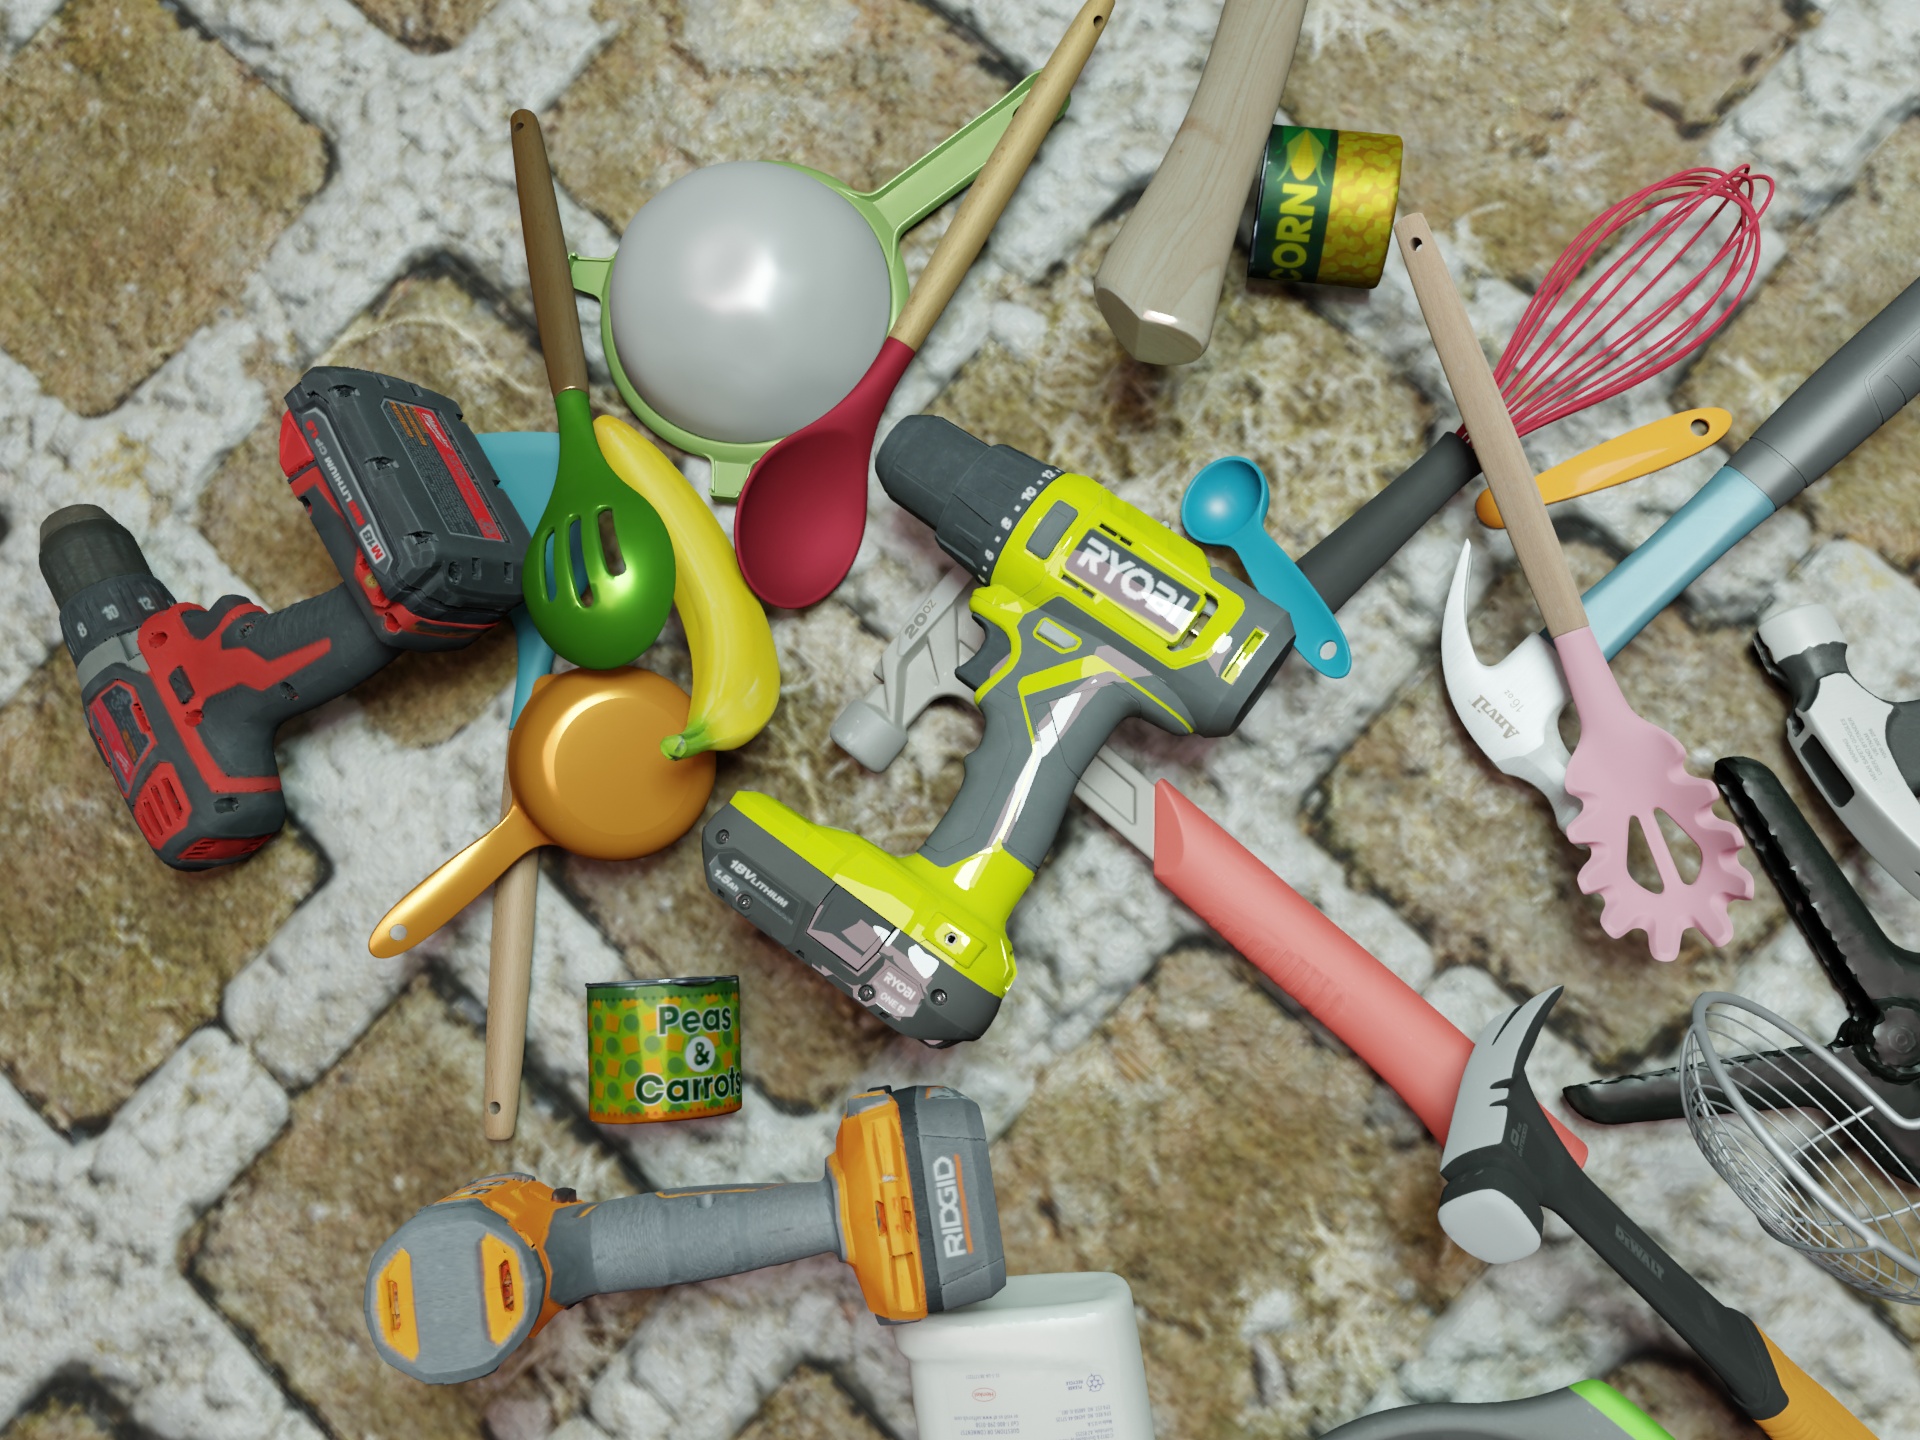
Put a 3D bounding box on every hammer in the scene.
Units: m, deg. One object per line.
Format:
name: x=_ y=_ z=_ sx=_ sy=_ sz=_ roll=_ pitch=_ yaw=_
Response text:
hammer: x=0.335 y=-0.104 z=0.652 sx=0.331 sy=0.033 sz=0.128 roll=-44 pitch=71 yaw=9
hammer: x=0.146 y=-0.330 z=0.689 sx=0.146 sy=0.038 sz=0.411 roll=14 pitch=71 yaw=8
hammer: x=0.311 y=0.252 z=0.598 sx=0.337 sy=0.127 sz=0.034 roll=45 pitch=129 yaw=-4
hammer: x=0.119 y=0.063 z=0.683 sx=0.359 sy=0.036 sz=0.149 roll=41 pitch=88 yaw=11
hammer: x=0.510 y=-0.017 z=0.635 sx=0.335 sy=0.035 sz=0.146 roll=-15 pitch=63 yaw=1

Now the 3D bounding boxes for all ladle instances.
ladle: x=-0.014 y=-0.193 z=0.720 sx=0.031 sy=0.069 sz=0.315 roll=31 pitch=90 yaw=50

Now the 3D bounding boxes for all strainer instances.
strainer: x=-0.059 y=-0.229 z=0.728 sx=0.256 sy=0.069 sz=0.151 roll=-35 pitch=79 yaw=3

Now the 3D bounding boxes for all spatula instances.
spatula: x=-0.206 y=0.029 z=0.723 sx=0.082 sy=0.044 sz=0.317 roll=0 pitch=83 yaw=12

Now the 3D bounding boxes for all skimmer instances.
skimmer: x=0.428 y=0.106 z=0.576 sx=0.363 sy=0.090 sz=0.127 roll=-18 pitch=46 yaw=-10

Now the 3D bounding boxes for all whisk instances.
whisk: x=0.232 y=-0.130 z=0.687 sx=0.296 sy=0.073 sz=0.073 roll=-43 pitch=79 yaw=5

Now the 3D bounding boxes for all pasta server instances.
pasta server: x=0.233 y=-0.061 z=0.635 sx=0.060 sy=0.040 sz=0.316 roll=-22 pitch=81 yaw=23

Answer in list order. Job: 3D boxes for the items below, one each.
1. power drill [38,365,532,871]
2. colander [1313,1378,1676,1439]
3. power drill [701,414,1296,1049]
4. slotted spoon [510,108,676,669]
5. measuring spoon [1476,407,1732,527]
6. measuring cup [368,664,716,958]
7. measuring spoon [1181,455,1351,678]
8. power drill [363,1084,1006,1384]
power drill: x=-0.317 y=-0.063 z=0.716 sx=0.226 sy=0.080 sz=0.188 roll=-36 pitch=77 yaw=19
colander: x=0.136 y=0.419 z=0.583 sx=0.397 sy=0.094 sz=0.205 roll=-44 pitch=61 yaw=-2
power drill: x=-0.001 y=-0.002 z=0.653 sx=0.190 sy=0.080 sz=0.228 roll=34 pitch=85 yaw=13
slotted spoon: x=-0.180 y=-0.163 z=0.715 sx=0.070 sy=0.031 sz=0.314 roll=-21 pitch=63 yaw=11
measuring spoon: x=0.284 y=-0.113 z=0.699 sx=0.117 sy=0.011 sz=0.021 roll=-21 pitch=80 yaw=4
measuring cup: x=-0.181 y=0.045 z=0.684 sx=0.173 sy=0.052 sz=0.095 roll=-42 pitch=105 yaw=-17
measuring spoon: x=0.137 y=-0.063 z=0.684 sx=0.042 sy=0.021 sz=0.129 roll=-41 pitch=52 yaw=20
power drill: x=-0.104 y=0.203 z=0.642 sx=0.226 sy=0.164 sz=0.084 roll=-8 pitch=81 yaw=-7
